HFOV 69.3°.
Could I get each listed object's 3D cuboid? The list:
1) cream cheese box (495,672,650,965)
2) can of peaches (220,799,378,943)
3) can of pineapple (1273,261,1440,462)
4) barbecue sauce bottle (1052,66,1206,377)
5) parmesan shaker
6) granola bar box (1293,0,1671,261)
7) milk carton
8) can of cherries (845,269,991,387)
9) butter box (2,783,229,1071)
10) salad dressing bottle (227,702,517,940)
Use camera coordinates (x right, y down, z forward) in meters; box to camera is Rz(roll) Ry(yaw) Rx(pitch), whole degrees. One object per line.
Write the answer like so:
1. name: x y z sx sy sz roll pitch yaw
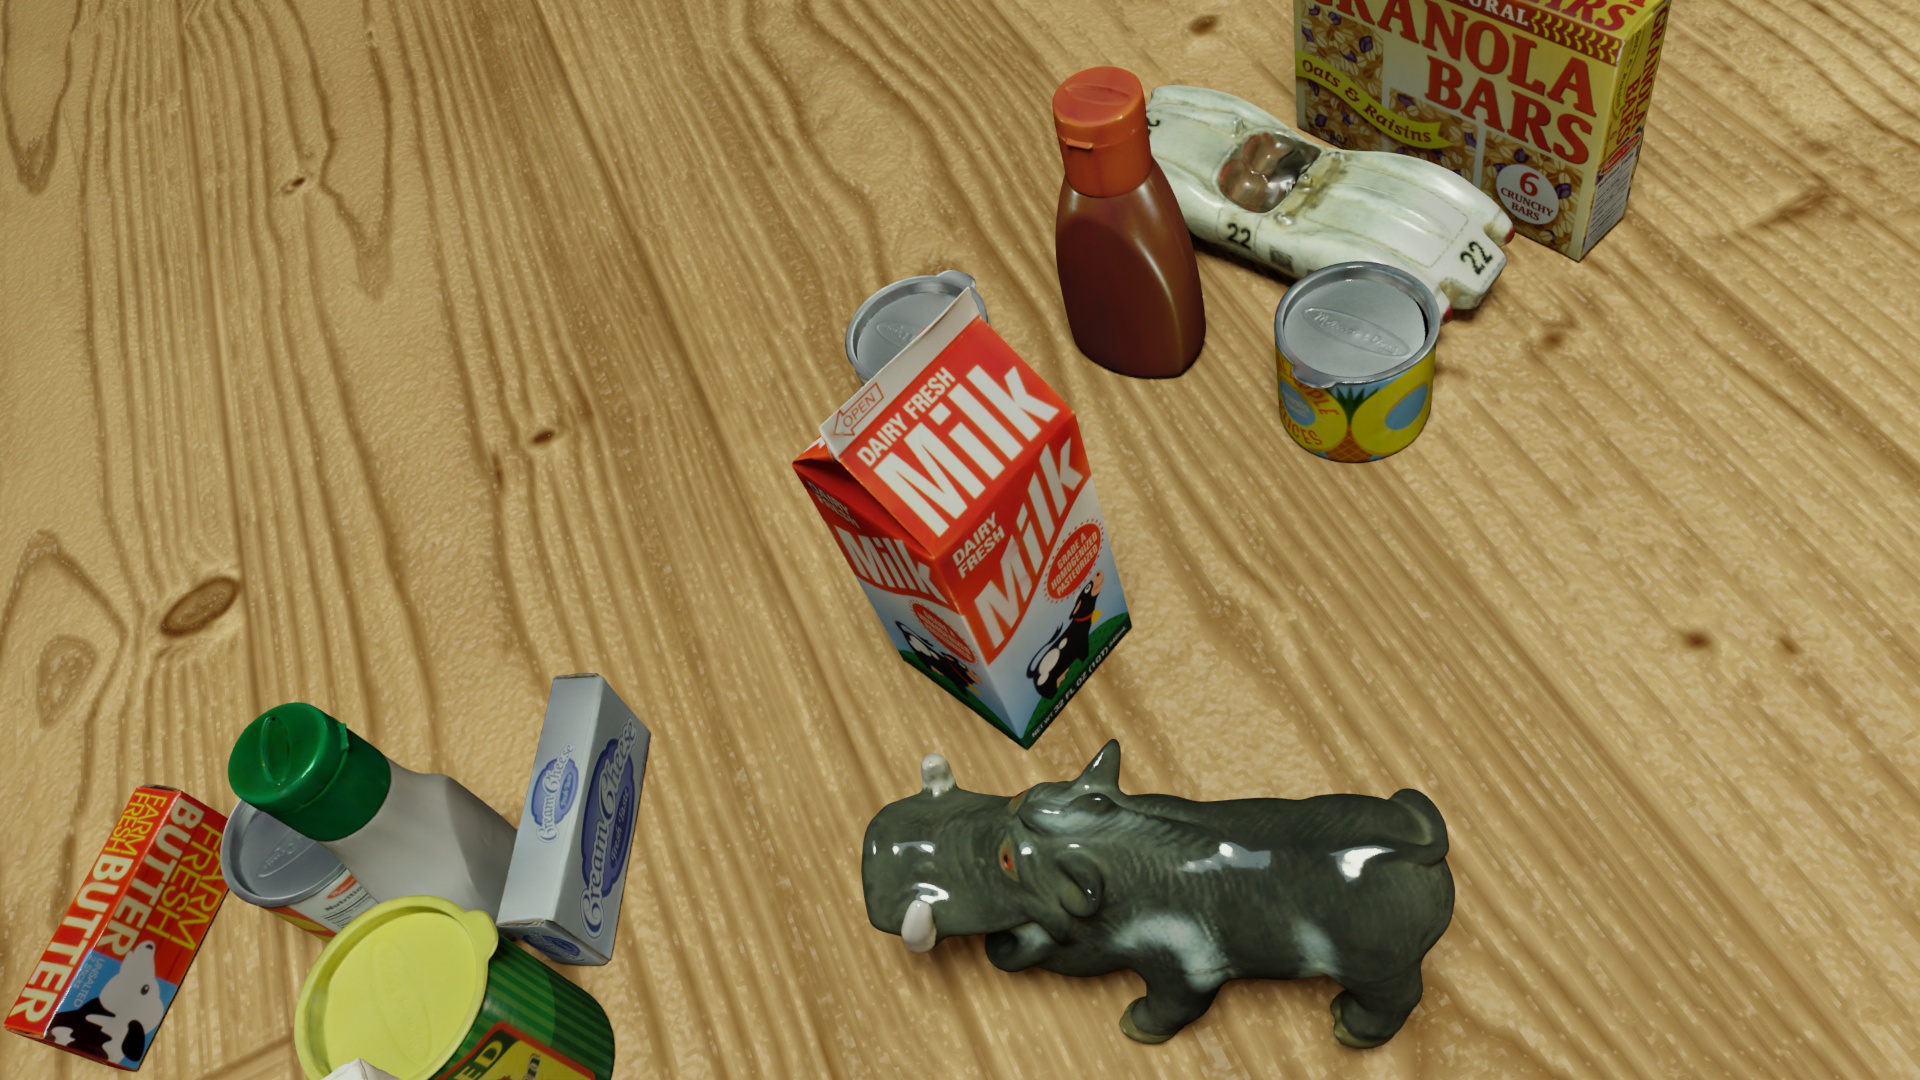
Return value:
1. cream cheese box: -0.151 0.111 0.554 0.024 0.053 0.104 -5 56 12
2. can of peaches: -0.256 0.125 0.569 0.071 0.057 0.071 -7 55 11
3. can of pineapple: 0.166 -0.074 0.592 0.071 0.057 0.071 -7 55 11
4. barbecue sauce bottle: 0.069 -0.134 0.602 0.065 0.148 0.044 20 64 26
5. parmesan shaker: -0.170 0.172 0.487 0.071 0.102 0.071 -7 55 11
6. granola bar box: 0.227 -0.215 0.630 0.039 0.123 0.166 -42 56 -14
7. milk carton: 0.002 -0.006 0.508 0.073 0.189 0.072 33 70 31
8. can of cherries: -0.012 -0.081 0.644 0.071 0.058 0.072 -7 55 11
9. butter box: -0.339 0.158 0.572 0.024 0.053 0.104 4 58 18
10. salad dressing bottle: -0.208 0.107 0.513 0.044 0.147 0.064 -26 54 -3
